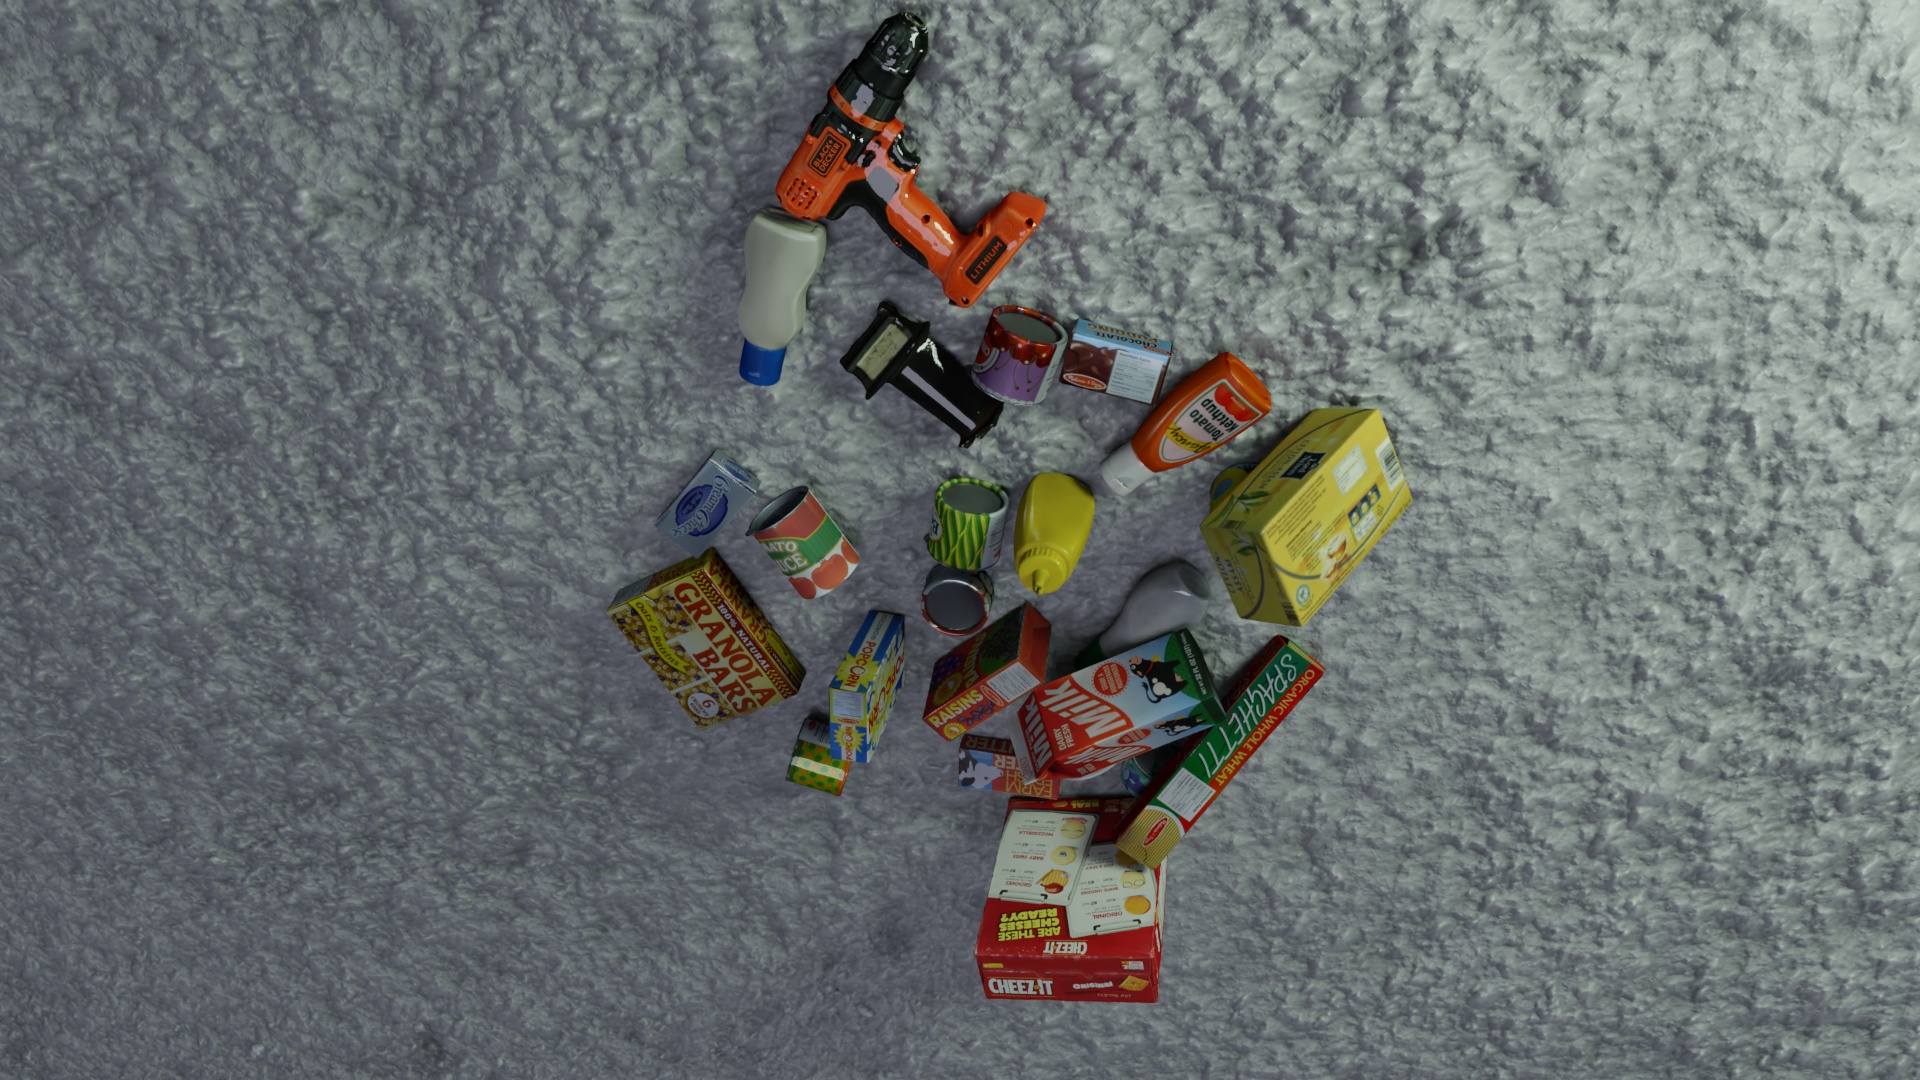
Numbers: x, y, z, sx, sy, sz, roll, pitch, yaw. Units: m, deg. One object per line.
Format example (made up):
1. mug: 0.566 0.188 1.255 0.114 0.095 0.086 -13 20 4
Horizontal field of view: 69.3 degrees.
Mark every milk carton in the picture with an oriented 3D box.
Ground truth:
1. milk carton: 0.135 0.156 1.256 0.190 0.072 0.073 -23 150 11

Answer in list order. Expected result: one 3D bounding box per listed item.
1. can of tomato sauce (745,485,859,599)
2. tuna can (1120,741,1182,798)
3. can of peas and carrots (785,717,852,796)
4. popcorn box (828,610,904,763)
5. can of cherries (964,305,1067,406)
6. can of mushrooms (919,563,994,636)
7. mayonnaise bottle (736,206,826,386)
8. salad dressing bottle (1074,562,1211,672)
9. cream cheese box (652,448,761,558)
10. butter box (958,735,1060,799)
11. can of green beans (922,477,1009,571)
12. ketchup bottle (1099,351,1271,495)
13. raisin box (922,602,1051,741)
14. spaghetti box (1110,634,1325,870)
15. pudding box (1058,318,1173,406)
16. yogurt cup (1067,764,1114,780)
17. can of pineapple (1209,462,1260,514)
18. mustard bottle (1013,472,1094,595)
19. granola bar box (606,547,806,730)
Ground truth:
1. can of tomato sauce: -0.143 0.004 1.267 0.071 0.071 0.083 -25 114 24
2. tuna can: 0.191 0.223 1.336 0.071 0.071 0.032 19 125 0
3. can of peas and carrots: -0.140 0.221 1.404 0.059 0.071 0.070 17 123 0
4. popcorn box: -0.086 0.136 1.303 0.038 0.127 0.084 9 123 11
5. can of cherries: 0.045 -0.152 1.132 0.071 0.072 0.058 20 123 -1
6. can of mushrooms: -0.002 0.056 1.292 0.071 0.034 0.070 5 122 8
7. mayonnaise bottle: -0.156 -0.200 1.160 0.065 0.041 0.147 19 124 1
8. salad dressing bottle: 0.164 0.080 1.268 0.064 0.044 0.147 35 124 -16
9. cream cheese box: -0.236 -0.033 1.290 0.053 0.024 0.103 38 121 -13
10. butter box: 0.050 0.228 1.394 0.103 0.024 0.052 6 123 8
11. can of green beans: 0.007 -0.015 1.226 0.071 0.071 0.057 12 123 4
12. ketchup bottle: 0.182 -0.092 1.156 0.064 0.044 0.148 38 122 -25
13. raisin box: 0.025 0.123 1.297 0.123 0.086 0.040 -35 114 28
14. spaghetti box: 0.236 0.195 1.280 0.050 0.029 0.249 37 99 -12
15. pudding box: 0.128 -0.147 1.141 0.084 0.030 0.049 14 124 3
16. yogurt cup: 0.116 0.190 1.335 0.072 0.073 0.053 -18 108 21
17. can of pineapple: 0.245 -0.025 1.176 0.071 0.058 0.070 5 122 8
18. mustard bottle: 0.073 0.001 1.167 0.065 0.161 0.048 18 125 1
19. granola bar box: -0.249 0.101 1.368 0.124 0.039 0.165 -23 115 23
